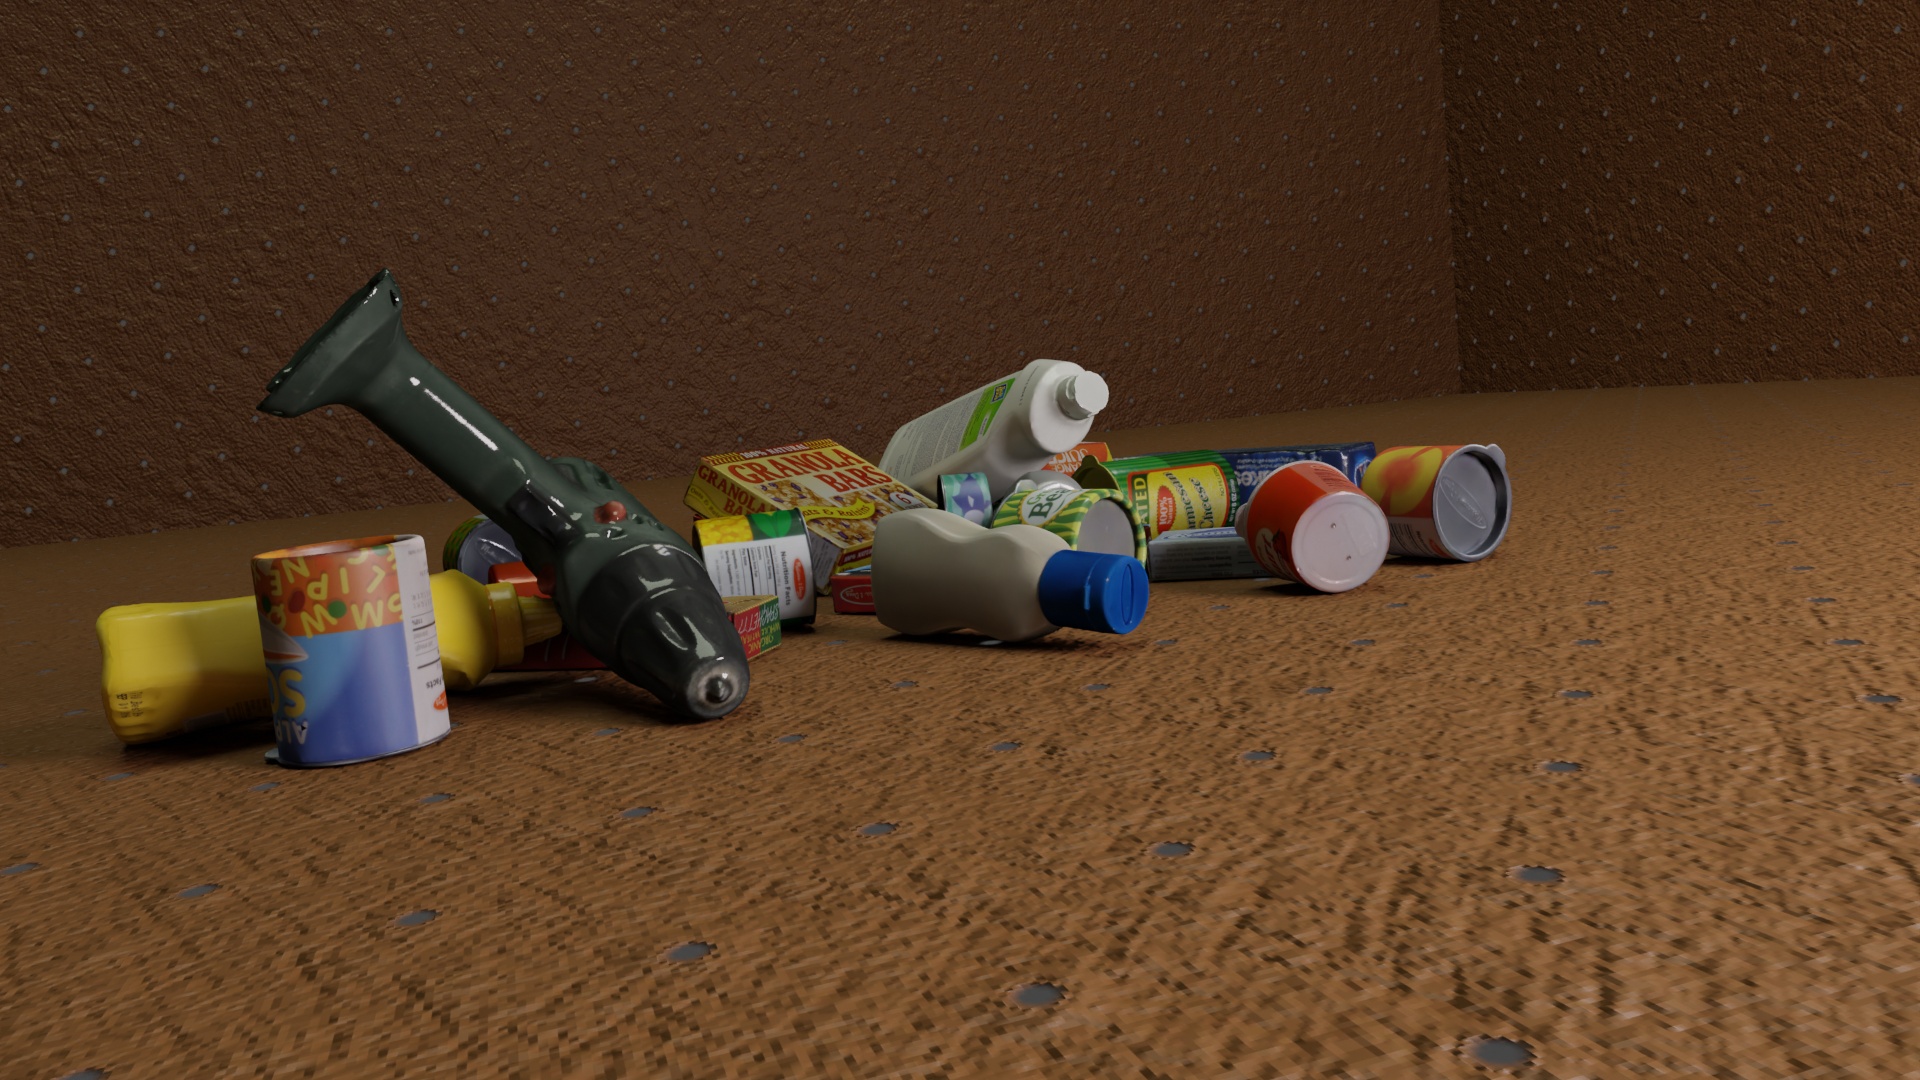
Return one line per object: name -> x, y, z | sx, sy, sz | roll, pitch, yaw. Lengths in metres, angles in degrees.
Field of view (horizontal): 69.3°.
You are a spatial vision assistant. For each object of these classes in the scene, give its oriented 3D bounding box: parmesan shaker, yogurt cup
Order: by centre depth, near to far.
yogurt cup -> 0.191, -0.005, 0.740 | 0.072, 0.072, 0.054 | -6, 14, -8
parmesan shaker -> 0.134, -0.029, 0.960 | 0.103, 0.071, 0.071 | -9, 7, -30

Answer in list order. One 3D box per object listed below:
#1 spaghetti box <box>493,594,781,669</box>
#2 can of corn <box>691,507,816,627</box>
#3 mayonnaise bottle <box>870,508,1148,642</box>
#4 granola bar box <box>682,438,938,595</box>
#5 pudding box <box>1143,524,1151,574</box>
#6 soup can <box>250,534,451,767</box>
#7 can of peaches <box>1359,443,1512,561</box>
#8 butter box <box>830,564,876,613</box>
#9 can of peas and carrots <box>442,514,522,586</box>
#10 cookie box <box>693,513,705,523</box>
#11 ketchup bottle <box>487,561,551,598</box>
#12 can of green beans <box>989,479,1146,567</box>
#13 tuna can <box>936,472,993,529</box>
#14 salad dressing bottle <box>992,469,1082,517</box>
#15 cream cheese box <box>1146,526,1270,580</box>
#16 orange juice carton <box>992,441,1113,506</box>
spaghetti box -> -0.216, 0.050, 0.733 | 0.250, 0.028, 0.050 | -3, 7, 20
can of corn -> -0.115, 0.018, 0.769 | 0.058, 0.071, 0.071 | -7, 6, -16
mayonnaise bottle -> 0.020, 0.020, 0.673 | 0.148, 0.064, 0.041 | 6, 8, 41
granola bar box -> -0.094, -0.021, 0.972 | 0.124, 0.039, 0.166 | 32, 20, 18
pudding box -> 0.074, 0.009, 0.852 | 0.083, 0.030, 0.050 | -3, 6, 17
soup can -> -0.251, 0.044, 0.567 | 0.071, 0.083, 0.071 | -6, 6, 1
can of peaches -> 0.276, -0.024, 0.806 | 0.071, 0.071, 0.058 | -9, 6, -30
butter box -> -0.025, 0.023, 0.835 | 0.053, 0.024, 0.104 | -2, 7, 36
can of peas and carrots -> -0.326, 0.017, 0.974 | 0.071, 0.071, 0.058 | -9, 6, -30
cookie box -> -0.129, -0.011, 1.164 | 0.168, 0.040, 0.123 | -8, 7, -21
ketchup bottle -> -0.215, 0.027, 0.869 | 0.149, 0.043, 0.064 | -8, 7, -22
can of green beans -> 0.057, 0.005, 0.739 | 0.058, 0.071, 0.071 | 0, 8, 43
tuna can -> 0.003, -0.012, 0.957 | 0.033, 0.071, 0.071 | -5, 6, -5
salad dressing bottle -> 0.047, -0.013, 0.960 | 0.044, 0.064, 0.147 | 1, -3, -13
cream cheese box -> 0.166, 0.006, 0.826 | 0.104, 0.024, 0.053 | -3, 6, 19
orange juice carton -> 0.066, -0.041, 1.119 | 0.072, 0.073, 0.192 | -7, 7, -17
